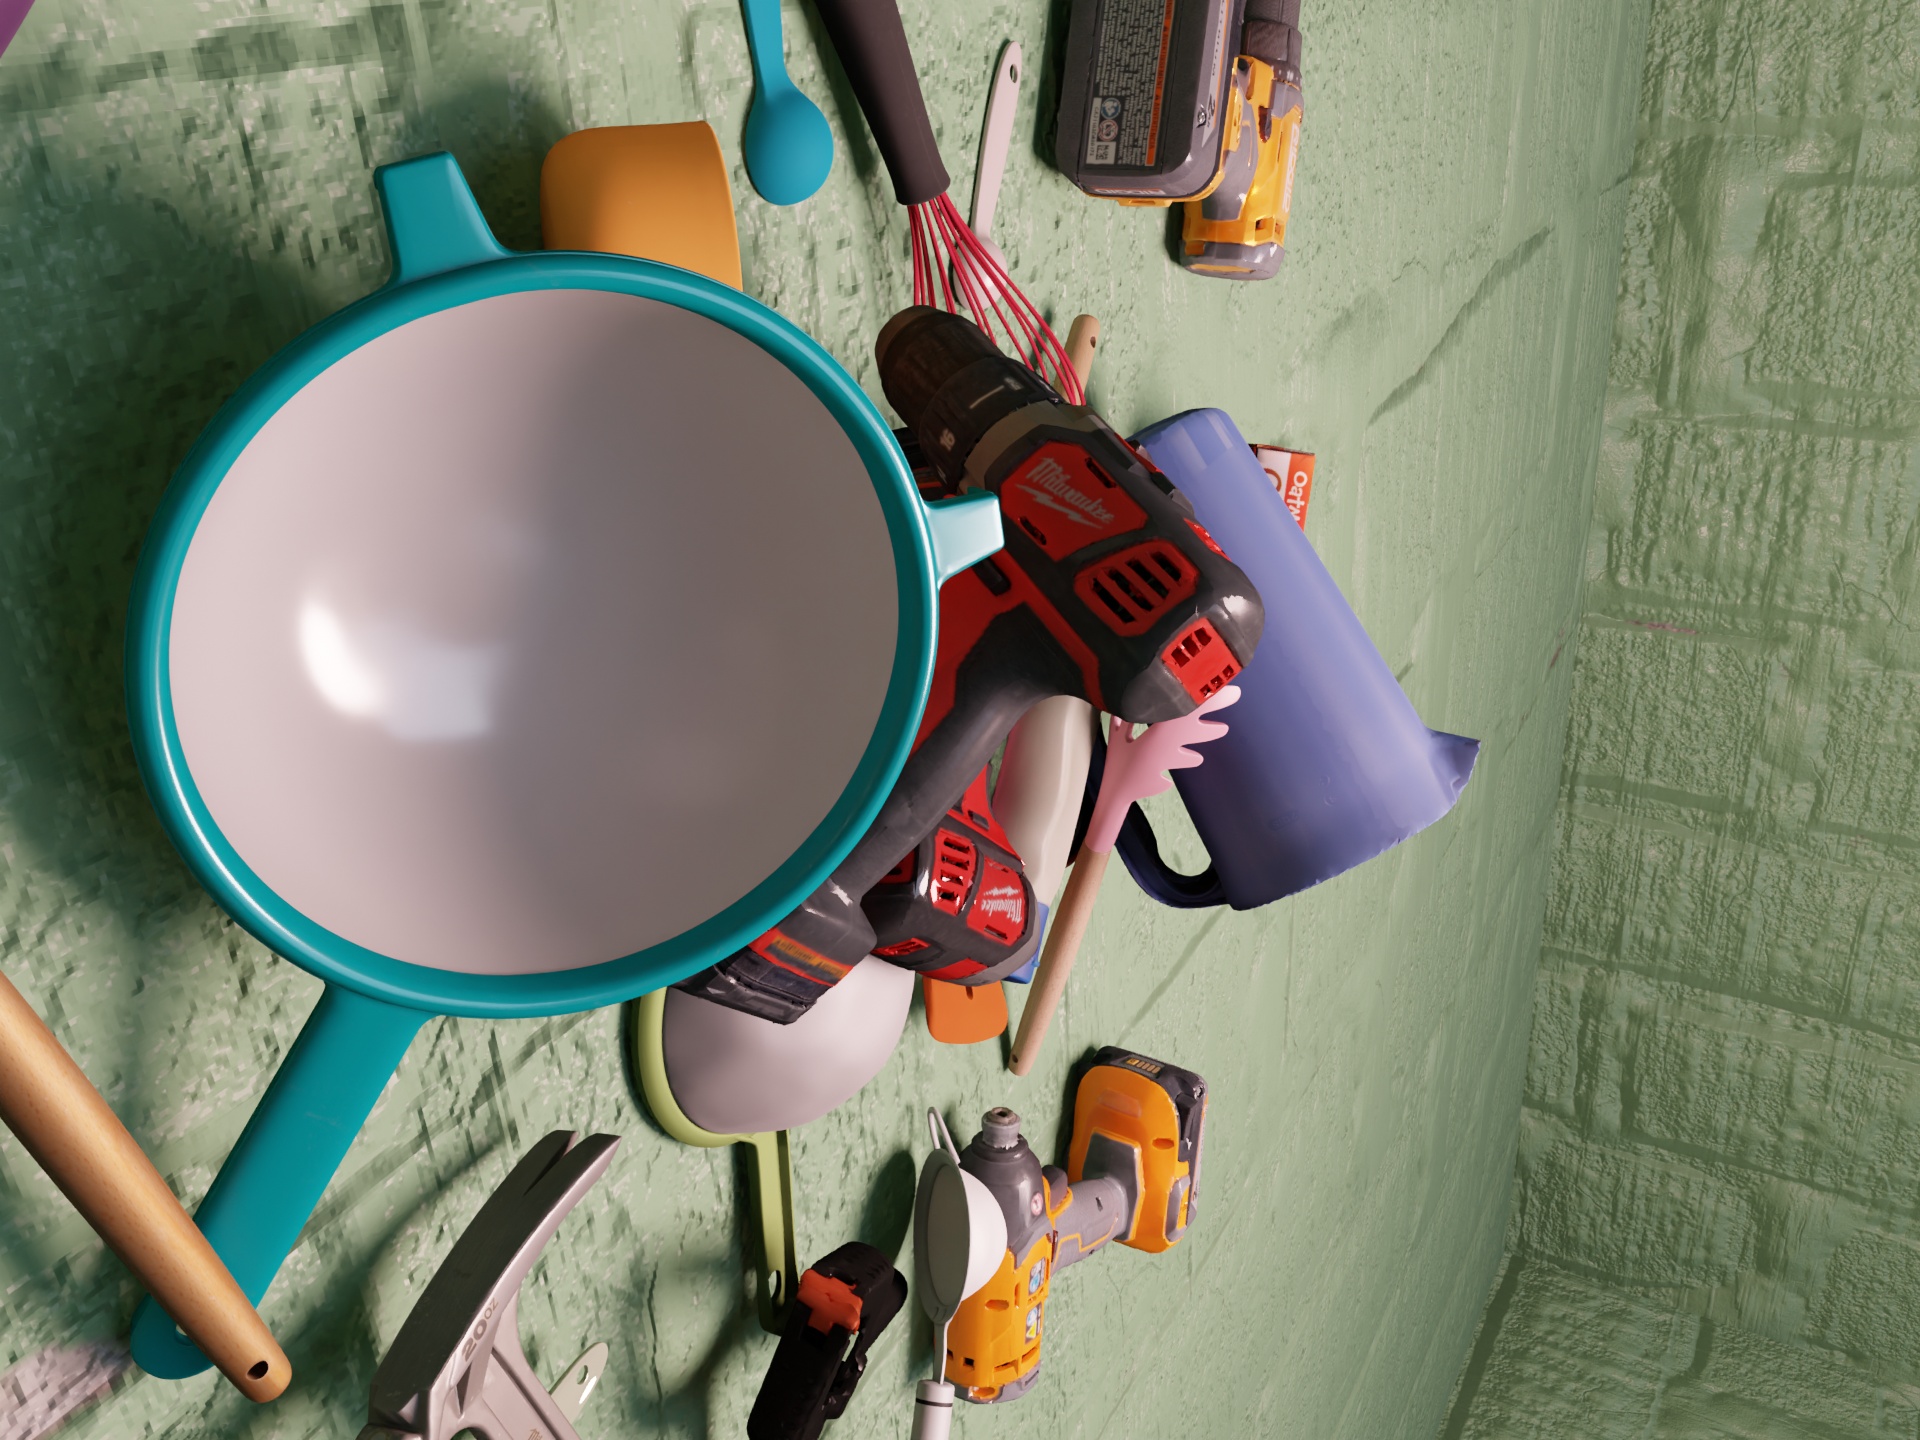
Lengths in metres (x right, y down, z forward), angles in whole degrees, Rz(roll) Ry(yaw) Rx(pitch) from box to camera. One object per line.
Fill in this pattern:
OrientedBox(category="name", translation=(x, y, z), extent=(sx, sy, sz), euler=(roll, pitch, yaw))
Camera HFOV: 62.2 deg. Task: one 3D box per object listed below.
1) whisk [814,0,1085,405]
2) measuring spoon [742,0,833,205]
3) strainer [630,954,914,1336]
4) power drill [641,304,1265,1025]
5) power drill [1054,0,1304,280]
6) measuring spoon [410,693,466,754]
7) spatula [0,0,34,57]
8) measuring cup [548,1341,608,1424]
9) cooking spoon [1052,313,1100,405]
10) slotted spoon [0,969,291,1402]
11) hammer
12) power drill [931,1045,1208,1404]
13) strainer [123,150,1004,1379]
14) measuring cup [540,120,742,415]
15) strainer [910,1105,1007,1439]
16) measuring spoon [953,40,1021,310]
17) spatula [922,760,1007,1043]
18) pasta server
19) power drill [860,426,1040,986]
OrientedBox(category="whisk", translation=(-0.008, -0.202, 0.659), extent=(0.073, 0.073, 0.295), euler=(-57, 140, -33))
OrientedBox(category="measuring spoon", translation=(-0.063, -0.252, 0.574), extent=(0.042, 0.021, 0.128), euler=(-43, 137, -47))
OrientedBox(category="strainer", translation=(-0.063, 0.161, 0.677), extent=(0.151, 0.069, 0.256), euler=(-29, 123, -55))
OrientedBox(category="power drill", translation=(-0.032, -0.027, 0.549), extent=(0.226, 0.188, 0.080), euler=(-41, 149, 6))
OrientedBox(category="power drill", translation=(0.131, -0.341, 0.836), extent=(0.226, 0.084, 0.185), euler=(-10, 108, -64))
OrientedBox(category="measuring spoon", translation=(-0.147, 0.028, 0.538), extent=(0.021, 0.011, 0.116), euler=(-64, 148, -24))
OrientedBox(category="spatula", translation=(-0.188, -0.247, 0.358), extent=(0.059, 0.018, 0.316), euler=(48, 59, -55))
OrientedBox(category="measuring cup", translation=(-0.183, 0.271, 0.542), extent=(0.168, 0.038, 0.083), euler=(-45, 136, -53))
OrientedBox(category="cooking spoon", translation=(0.023, -0.055, 0.762), extent=(0.068, 0.017, 0.319), euler=(35, 65, -52))
OrientedBox(category="slotted spoon", translation=(-0.226, 0.060, 0.361), extent=(0.070, 0.031, 0.313), euler=(-34, 128, -27))
OrientedBox(category="hammer", translation=(-0.112, 0.324, 0.599), extent=(0.149, 0.037, 0.358), euler=(-61, 141, -47))
OrientedBox(category="power drill", translation=(0.064, 0.275, 0.940), extent=(0.226, 0.084, 0.164), euler=(-18, 116, -54))
OrientedBox(category="strainer", translation=(-0.152, 0.025, 0.457), extent=(0.210, 0.095, 0.340), euler=(27, 99, -36))
OrientedBox(category="measuring cup", translation=(-0.106, -0.109, 0.518), extent=(0.052, 0.095, 0.173), euler=(-7, 141, -18))
OrientedBox(category="strainer", translation=(-0.010, 0.328, 0.797), extent=(0.087, 0.050, 0.259), euler=(146, -46, -66))
OrientedBox(category="measuring spoon", translation=(0.019, -0.249, 0.728), extent=(0.034, 0.018, 0.124), euler=(7, 94, -61))
OrientedBox(category="spatula", translation=(0.020, -0.002, 0.798), extent=(0.081, 0.041, 0.322), euler=(14, 87, -61))
OrientedBox(category="pasta server", translation=(0.071, 0.082, 0.831), extent=(0.040, 0.060, 0.316), euler=(-13, 136, -31))
OrientedBox(category="power drill", translation=(-0.001, -0.002, 0.656), extent=(0.143, 0.078, 0.220), euler=(36, 52, -56))
